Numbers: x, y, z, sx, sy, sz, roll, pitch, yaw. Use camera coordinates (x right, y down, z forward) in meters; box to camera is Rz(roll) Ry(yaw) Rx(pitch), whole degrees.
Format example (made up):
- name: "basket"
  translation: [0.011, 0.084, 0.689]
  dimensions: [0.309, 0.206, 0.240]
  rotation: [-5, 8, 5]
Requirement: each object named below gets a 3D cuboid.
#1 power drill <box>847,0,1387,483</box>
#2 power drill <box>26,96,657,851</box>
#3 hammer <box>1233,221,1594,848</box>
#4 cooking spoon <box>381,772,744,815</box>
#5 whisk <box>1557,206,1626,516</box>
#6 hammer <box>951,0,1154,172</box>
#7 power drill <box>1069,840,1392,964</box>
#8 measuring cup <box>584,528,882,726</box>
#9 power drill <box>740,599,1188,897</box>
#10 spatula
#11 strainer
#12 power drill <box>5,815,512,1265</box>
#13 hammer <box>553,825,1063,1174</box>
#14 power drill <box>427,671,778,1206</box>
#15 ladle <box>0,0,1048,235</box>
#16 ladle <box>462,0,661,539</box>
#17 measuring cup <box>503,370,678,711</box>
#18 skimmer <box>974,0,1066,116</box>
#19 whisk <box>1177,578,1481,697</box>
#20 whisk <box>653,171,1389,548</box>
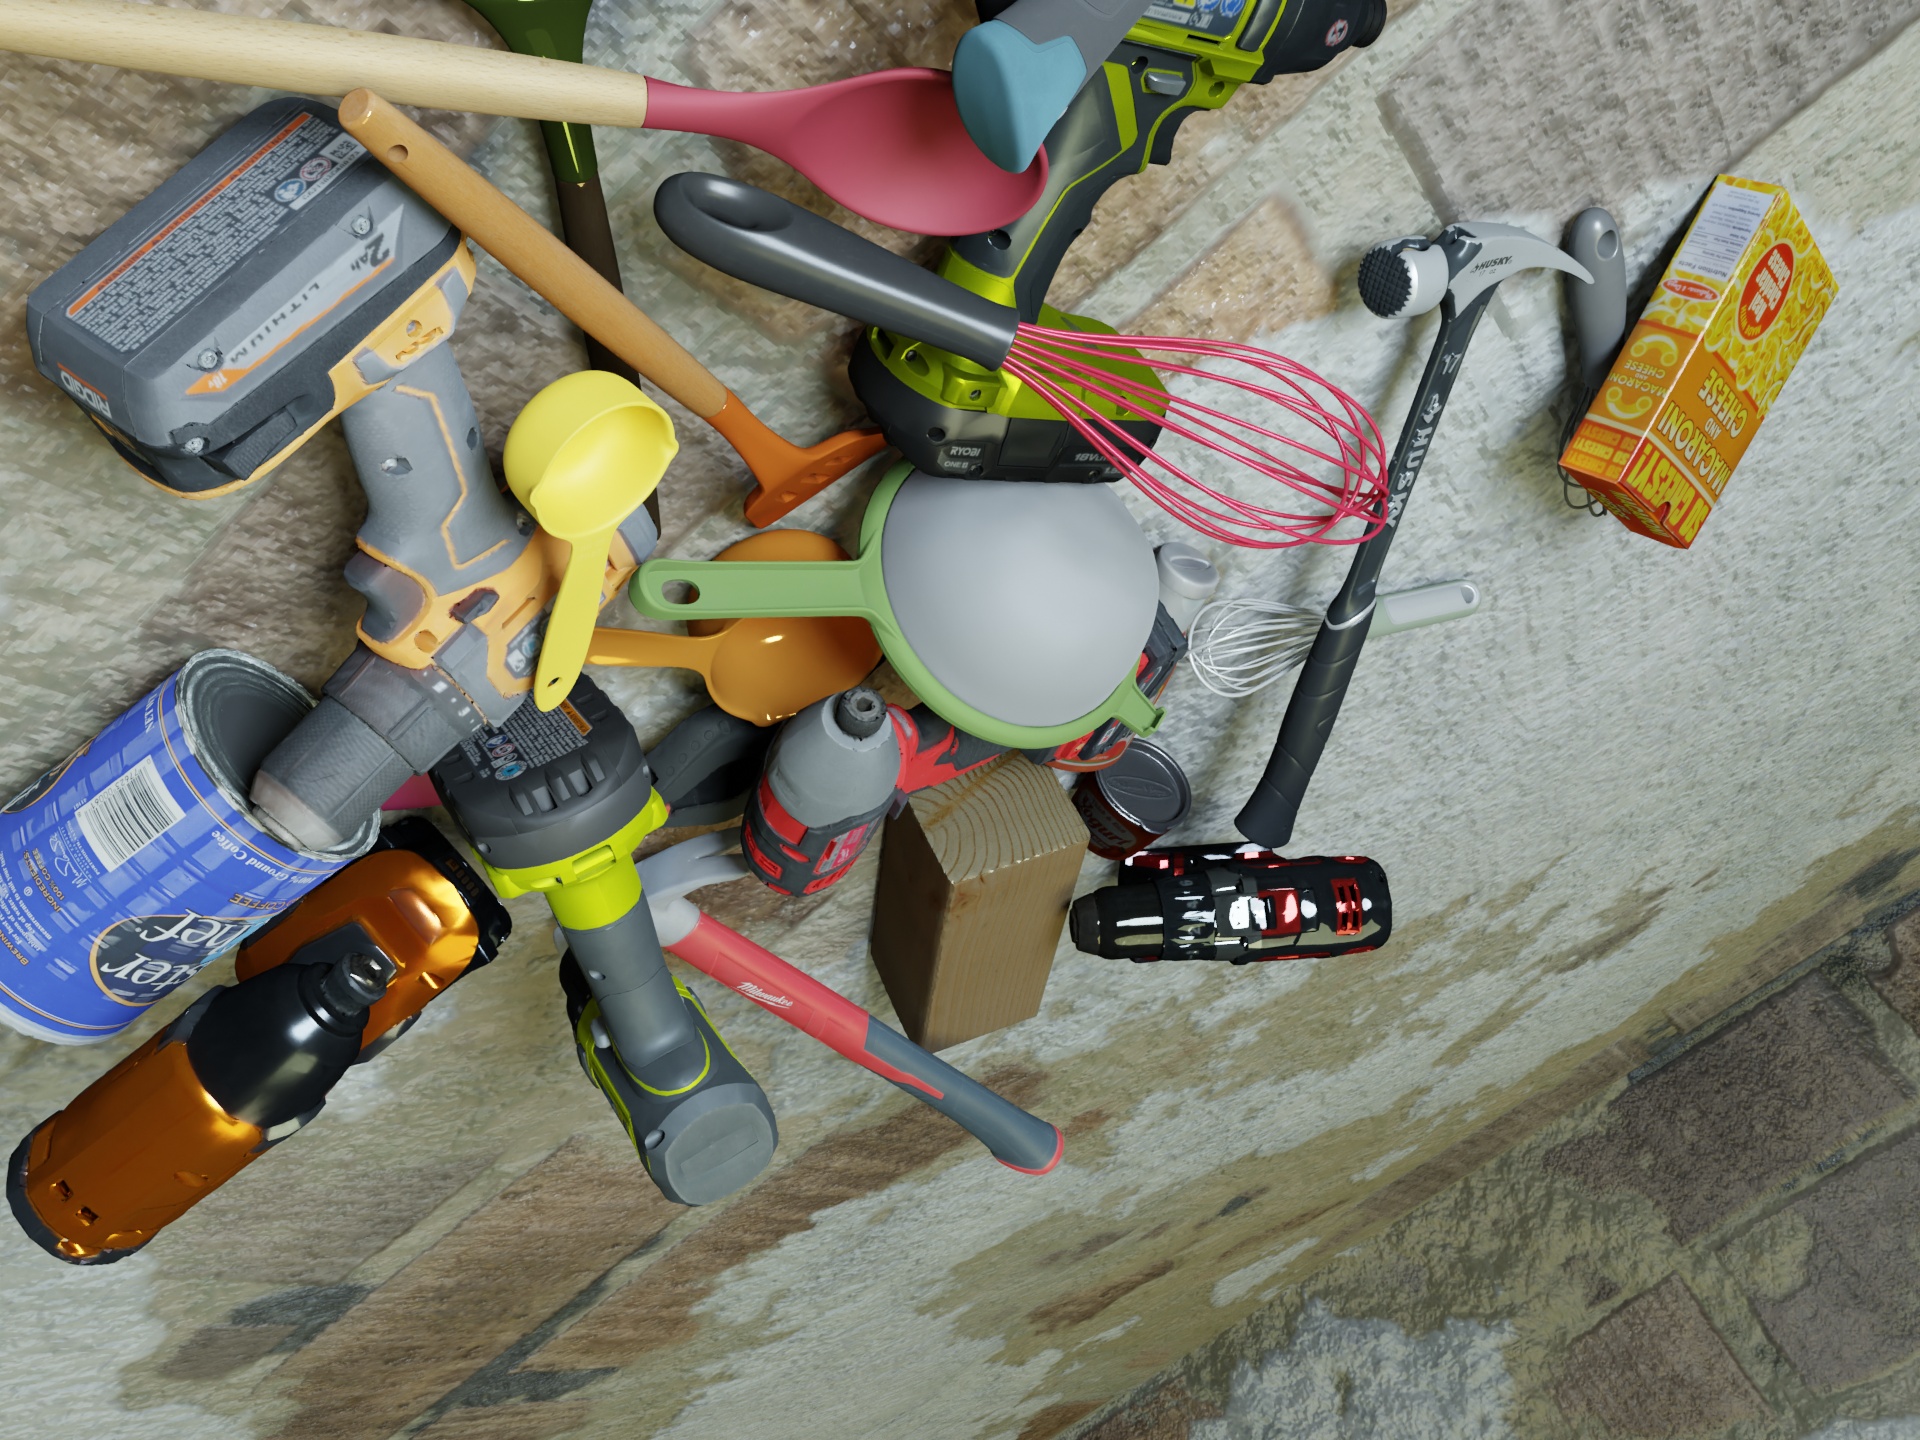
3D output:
- name: "power drill"
  translation: [0.057, -0.204, 0.613]
  dimensions: [0.171, 0.080, 0.223]
  rotation: [-3, 136, -32]
- name: "power drill"
  translation: [-0.211, -0.067, 0.546]
  dimensions: [0.185, 0.084, 0.226]
  rotation: [-50, 153, -18]
- name: "hammer"
  translation: [0.223, -0.080, 0.875]
  dimensions: [0.149, 0.036, 0.408]
  rotation: [-19, 139, -30]
- name: "cooking spoon"
  translation: [-0.178, 0.034, 0.812]
  dimensions: [0.318, 0.017, 0.068]
  rotation: [8, 130, -43]
- name: "whisk"
  translation: [0.352, -0.191, 0.878]
  dimensions: [0.055, 0.055, 0.238]
  rotation: [-31, 143, 4]
- name: "hammer"
  translation: [0.110, -0.301, 0.468]
  dimensions: [0.331, 0.033, 0.128]
  rotation: [-50, 150, -1]
- name: "power drill"
  translation: [0.153, 0.121, 1.017]
  dimensions: [0.188, 0.080, 0.226]
  rotation: [-4, 176, -4]
- name: "measuring cup"
  translation: [-0.118, -0.048, 0.717]
  dimensions: [0.173, 0.052, 0.095]
  rotation: [1, 137, -33]
- name: "power drill"
  translation: [-0.001, -0.002, 0.774]
  dimensions: [0.219, 0.079, 0.143]
  rotation: [-27, 161, -31]
- name: "spatula"
  translation: [-0.106, -0.131, 0.569]
  dimensions: [0.081, 0.041, 0.322]
  rotation: [-32, 157, 11]
- name: "strainer"
  translation: [-0.009, -0.065, 0.669]
  dimensions: [0.256, 0.151, 0.069]
  rotation: [-4, 165, -34]
- name: "power drill"
  translation: [-0.278, 0.120, 0.684]
  dimensions: [0.164, 0.084, 0.226]
  rotation: [-36, -171, 11]
- name: "hammer"
  translation: [-0.050, 0.185, 0.957]
  dimensions: [0.143, 0.038, 0.385]
  rotation: [-27, 132, 29]
- name: "power drill"
  translation: [-0.170, 0.091, 0.736]
  dimensions: [0.080, 0.191, 0.228]
  rotation: [-26, 122, -20]
- name: "ladle"
  translation: [-0.118, -0.180, 0.458]
  dimensions: [0.315, 0.031, 0.069]
  rotation: [-2, 158, -26]
- name: "ladle"
  translation: [-0.126, -0.162, 0.553]
  dimensions: [0.078, 0.062, 0.319]
  rotation: [-21, 149, -16]
- name: "measuring cup"
  translation: [-0.144, -0.061, 0.574]
  dimensions: [0.062, 0.029, 0.156]
  rotation: [-30, 158, -40]
- name: "skimmer"
  translation: [-0.024, -0.314, 0.387]
  dimensions: [0.127, 0.090, 0.362]
  rotation: [-22, 147, 1]
- name: "whisk"
  translation: [0.229, -0.058, 0.963]
  dimensions: [0.246, 0.058, 0.059]
  rotation: [-13, 169, -31]
- name: "whisk"
  translation: [0.033, -0.128, 0.568]
  dimensions: [0.295, 0.073, 0.073]
  rotation: [19, 129, -18]
